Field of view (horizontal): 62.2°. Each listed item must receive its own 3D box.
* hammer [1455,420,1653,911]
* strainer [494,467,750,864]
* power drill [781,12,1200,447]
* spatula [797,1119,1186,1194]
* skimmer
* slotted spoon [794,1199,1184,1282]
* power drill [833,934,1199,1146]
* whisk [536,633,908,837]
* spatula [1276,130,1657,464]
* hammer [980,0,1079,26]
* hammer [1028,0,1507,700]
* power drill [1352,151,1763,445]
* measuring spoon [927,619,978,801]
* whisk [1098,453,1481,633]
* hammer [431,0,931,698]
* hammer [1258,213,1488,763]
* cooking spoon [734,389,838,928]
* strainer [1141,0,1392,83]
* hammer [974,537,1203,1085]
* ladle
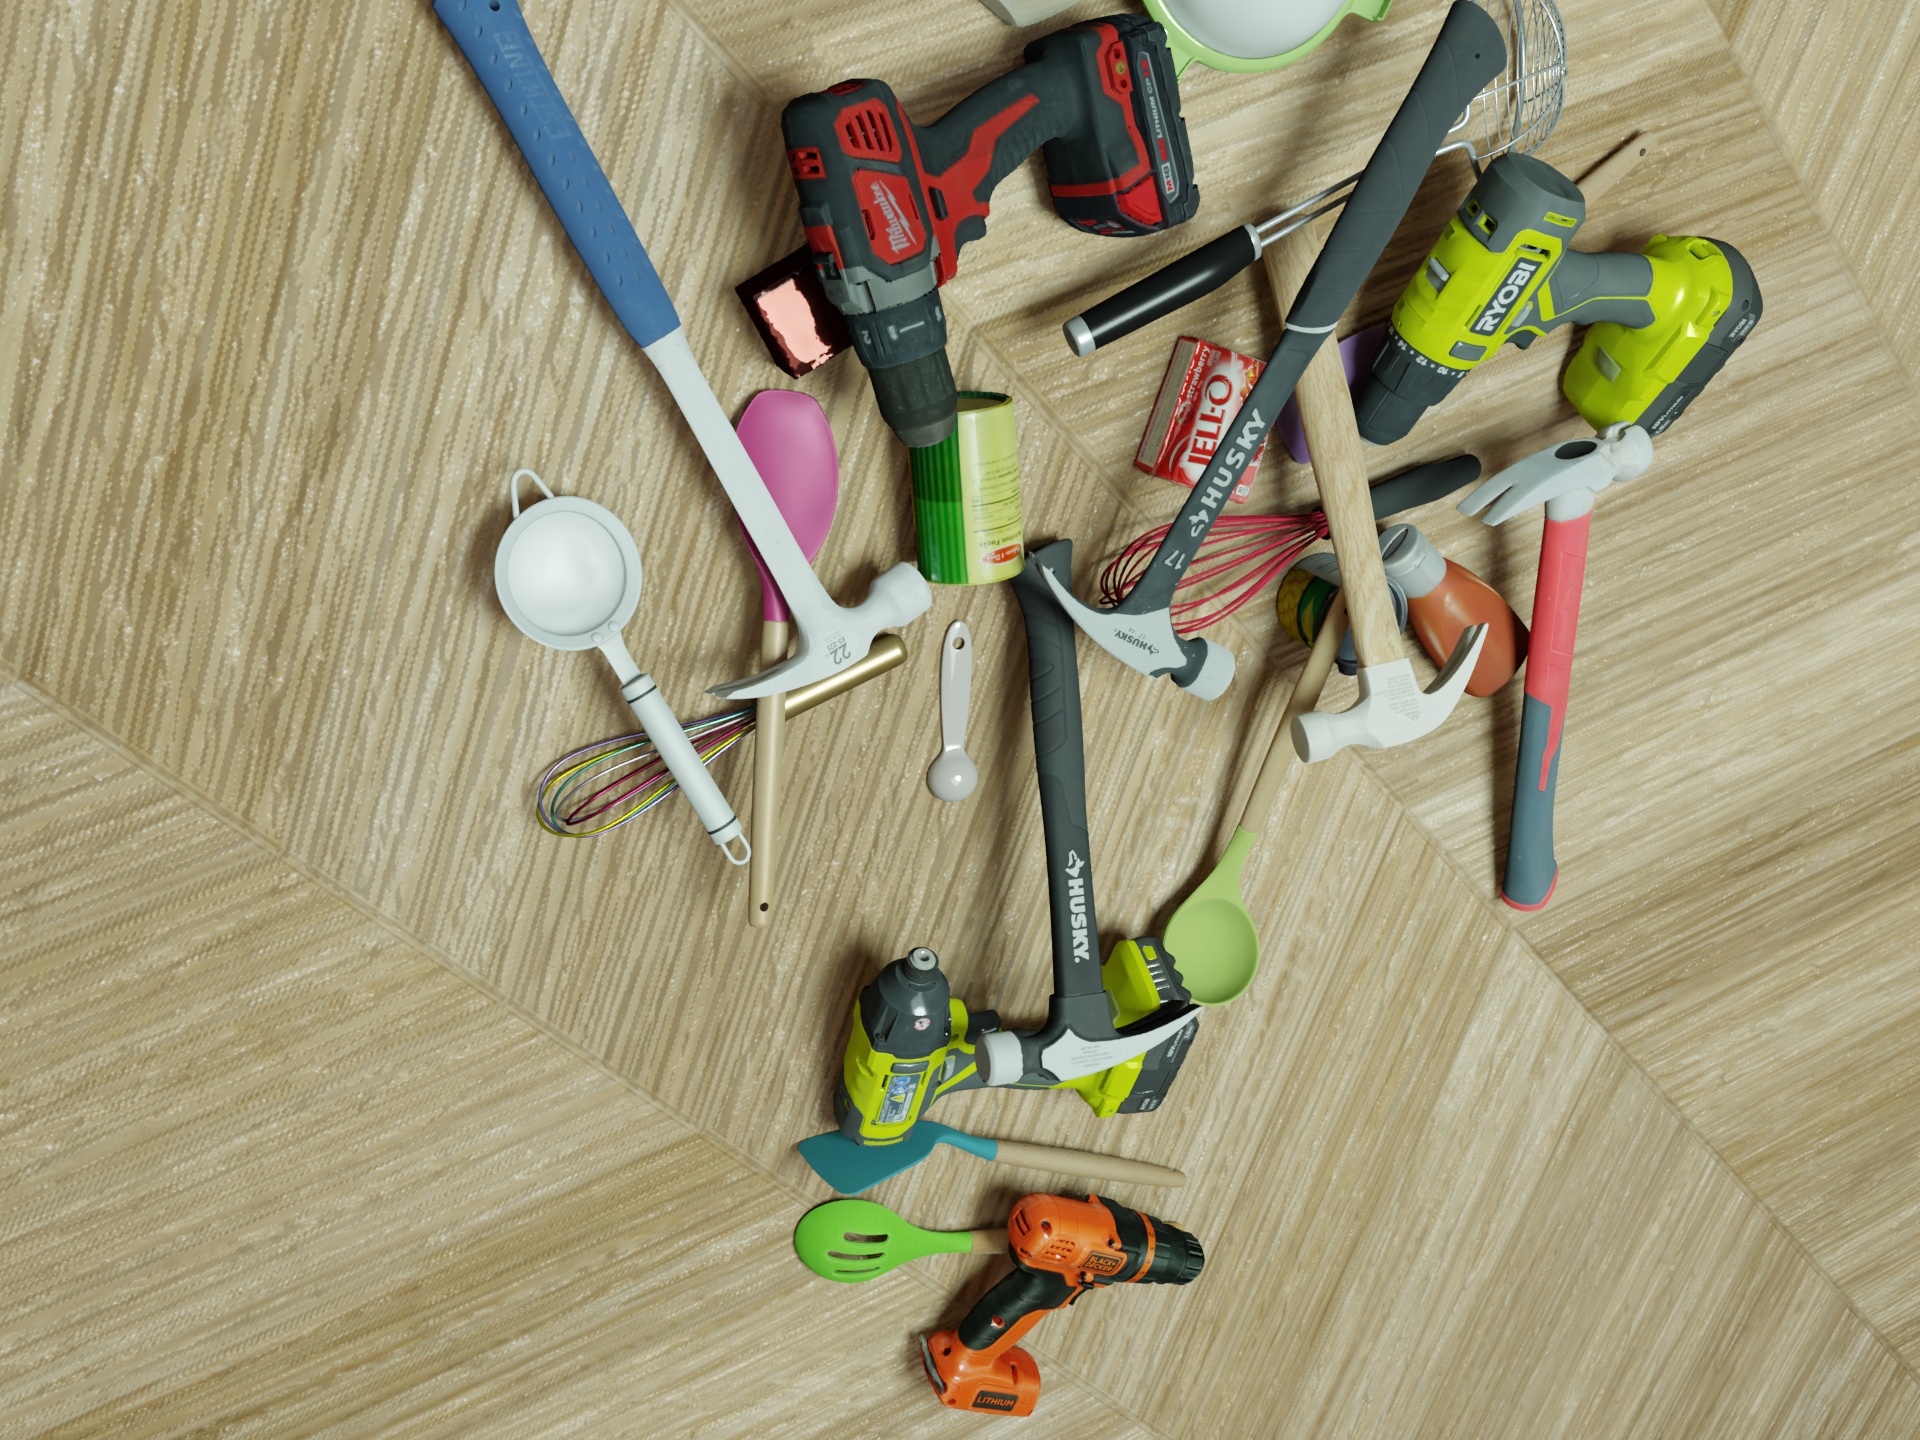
[{"bbox_3d":[0.398,-0.010,1.111,0.143,0.038,0.386,-25,129,-22],"label":"hammer"},{"bbox_3d":[-0.191,-0.025,0.909,0.087,0.050,0.258,-37,105,-29],"label":"strainer"},{"bbox_3d":[0.021,-0.270,0.863,0.226,0.080,0.187,-30,119,-26],"label":"power drill"},{"bbox_3d":[0.039,0.322,1.146,0.317,0.082,0.044,18,92,-31],"label":"spatula"},{"bbox_3d":[0.210,-0.321,0.943,0.363,0.090,0.127,-29,132,-4],"label":"skimmer"},{"bbox_3d":[0.030,0.384,1.180,0.313,0.031,0.070,6,109,-24],"label":"slotted spoon"},{"bbox_3d":[0.037,0.209,1.065,0.223,0.080,0.171,-1,132,-20],"label":"power drill"},{"bbox_3d":[-0.141,0.009,0.965,0.245,0.047,0.051,-26,115,-13],"label":"whisk"},{"bbox_3d":[0.332,-0.284,1.042,0.316,0.018,0.059,-39,122,-2],"label":"spatula"},{"bbox_3d":[0.196,-0.480,0.907,0.410,0.038,0.146,-18,113,-13],"label":"hammer"},{"bbox_3d":[0.186,-0.212,0.914,0.149,0.036,0.409,23,105,-23],"label":"hammer"},{"bbox_3d":[0.372,-0.246,1.012,0.228,0.080,0.190,3,137,-27],"label":"power drill"},{"bbox_3d":[-0.002,-0.003,1.025,0.034,0.018,0.124,-5,110,-18],"label":"measuring spoon"},{"bbox_3d":[0.221,-0.123,1.041,0.296,0.073,0.073,-21,116,-17],"label":"whisk"},{"bbox_3d":[-0.161,-0.195,0.859,0.144,0.035,0.405,-37,113,-22],"label":"hammer"},{"bbox_3d":[0.238,-0.148,0.984,0.130,0.031,0.331,-13,92,-7],"label":"hammer"},{"bbox_3d":[-0.111,-0.033,0.942,0.068,0.017,0.319,0,97,-31],"label":"cooking spoon"},{"bbox_3d":[0.157,-0.478,0.837,0.151,0.069,0.256,-21,114,-11],"label":"strainer"},{"bbox_3d":[0.070,0.053,0.998,0.146,0.035,0.335,-4,89,-21],"label":"hammer"},{"bbox_3d":[0.209,0.057,1.071,0.078,0.062,0.320,7,119,-20],"label":"ladle"}]
